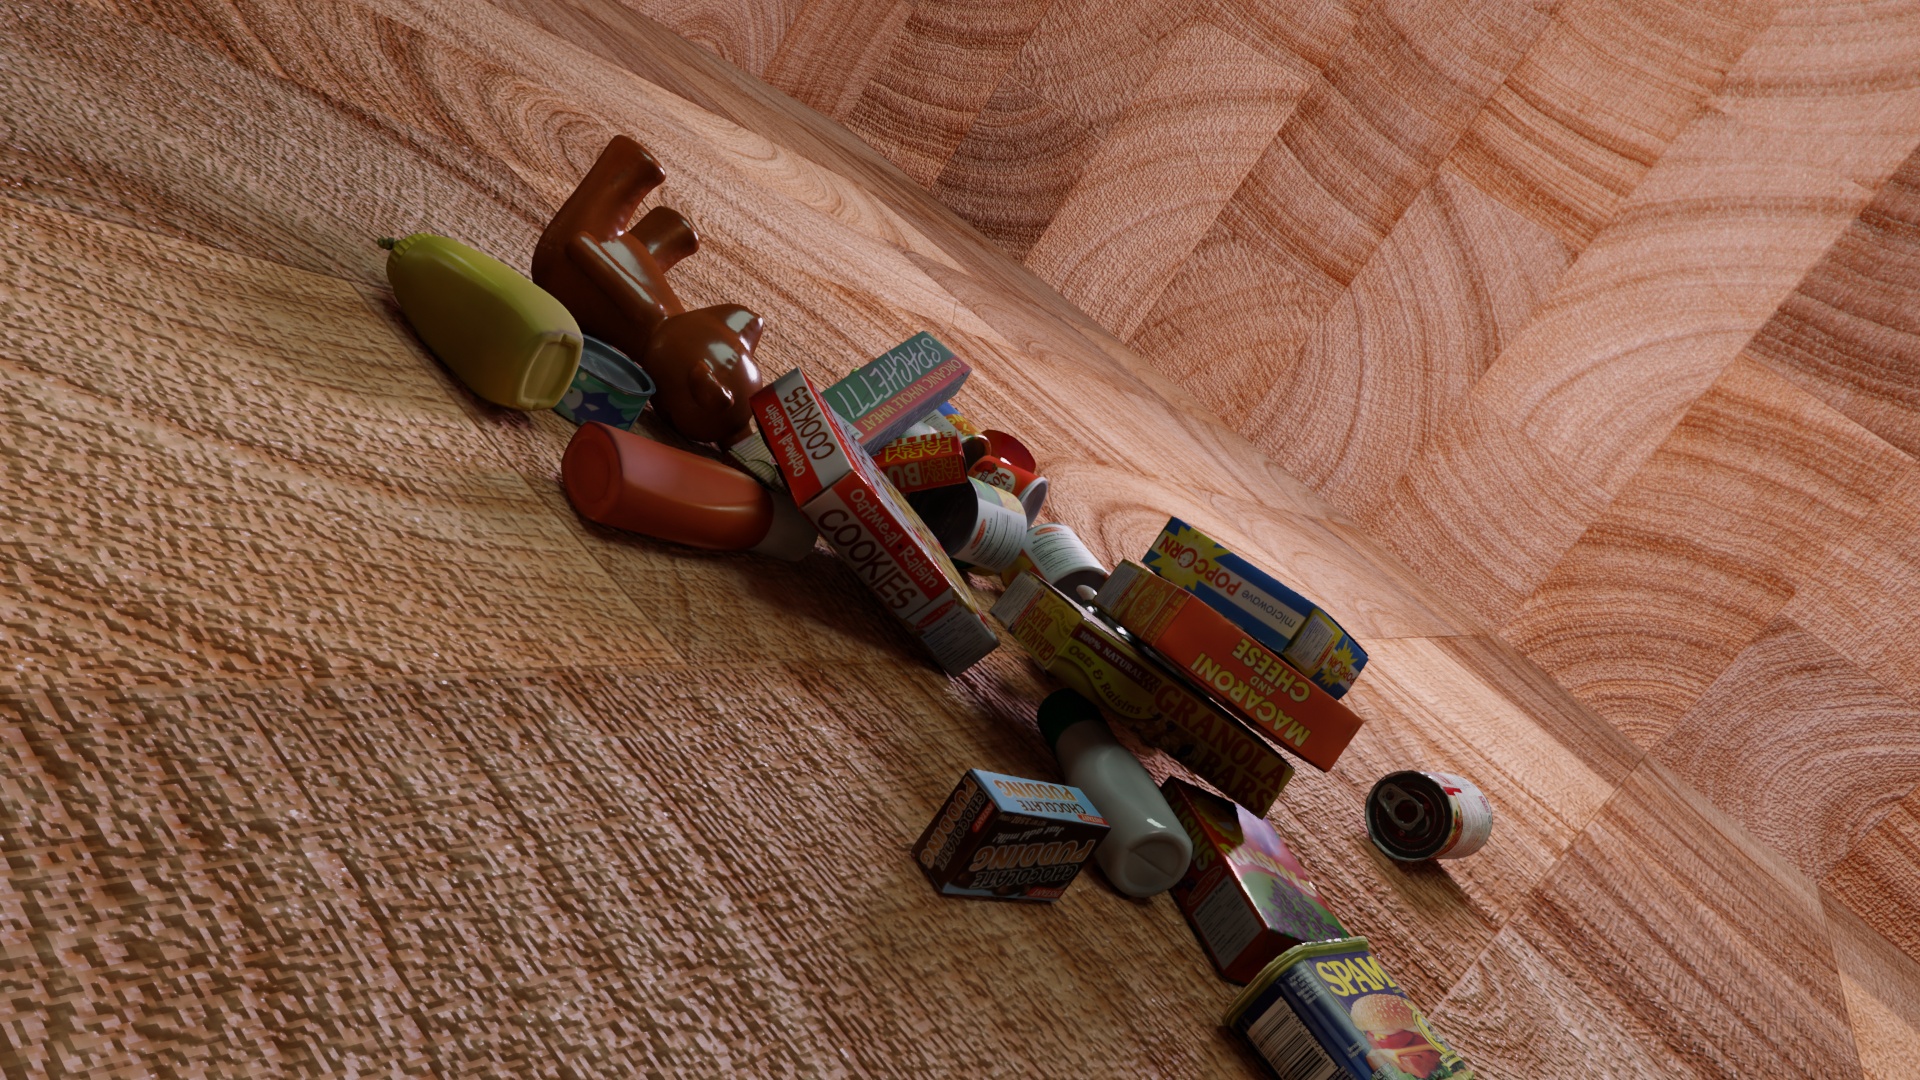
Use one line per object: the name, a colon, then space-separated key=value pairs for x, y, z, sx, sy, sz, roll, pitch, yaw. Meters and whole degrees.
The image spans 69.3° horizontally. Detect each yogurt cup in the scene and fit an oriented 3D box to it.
yogurt cup: x=0.031 y=-0.033 z=1.121 sx=0.054 sy=0.072 sz=0.072 roll=31 pitch=14 yaw=17

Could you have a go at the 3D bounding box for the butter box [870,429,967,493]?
butter box: x=-0.048 y=-0.051 z=0.965 sx=0.103 sy=0.024 sz=0.053 roll=-9 pitch=23 yaw=1

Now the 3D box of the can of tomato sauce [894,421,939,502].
can of tomato sauce: x=-0.050 y=-0.062 z=1.033 sx=0.083 sy=0.071 sz=0.071 roll=29 pitch=17 yaw=-25

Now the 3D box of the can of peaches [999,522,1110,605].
can of peaches: x=0.070 y=0.032 z=1.012 sx=0.071 sy=0.071 sz=0.058 roll=23 pitch=20 yaw=-38

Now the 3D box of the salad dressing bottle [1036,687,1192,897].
salad dressing bottle: x=0.080 y=0.134 z=0.772 sx=0.064 sy=0.044 sz=0.148 roll=36 pitch=12 yaw=-26

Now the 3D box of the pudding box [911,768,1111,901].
pudding box: x=0.024 y=0.137 z=0.637 sx=0.083 sy=0.049 sz=0.030 roll=20 pitch=20 yaw=-45

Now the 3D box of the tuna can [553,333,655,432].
tuna can: x=-0.222 y=-0.095 z=0.832 sx=0.071 sy=0.032 sz=0.071 roll=33 pitch=16 yaw=-10

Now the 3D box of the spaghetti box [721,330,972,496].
spaghetti box: x=-0.071 y=-0.084 z=0.949 sx=0.050 sy=0.028 sz=0.251 roll=40 pitch=38 yaw=7

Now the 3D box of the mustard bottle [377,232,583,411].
mustard bottle: x=-0.278 y=-0.134 z=0.780 sx=0.160 sy=0.065 sz=0.049 roll=39 pitch=19 yaw=25

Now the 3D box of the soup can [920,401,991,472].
soup can: x=-0.024 y=-0.083 z=1.146 sx=0.084 sy=0.071 sz=0.071 roll=45 pitch=18 yaw=30

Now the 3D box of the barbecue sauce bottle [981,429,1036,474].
barbecue sauce bottle: x=0.027 y=-0.063 z=1.235 sx=0.065 sy=0.043 sz=0.149 roll=36 pitch=16 yaw=2

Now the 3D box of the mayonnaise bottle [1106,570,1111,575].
mayonnaise bottle: x=0.088 y=0.033 z=1.088 sx=0.148 sy=0.041 sz=0.065 roll=28 pitch=14 yaw=-20

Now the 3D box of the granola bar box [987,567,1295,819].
granola bar box: x=0.105 y=0.087 z=0.823 sx=0.165 sy=0.039 sz=0.124 roll=36 pitch=2 yaw=-18

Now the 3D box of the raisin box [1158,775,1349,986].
raisin box: x=0.158 y=0.193 z=0.767 sx=0.086 sy=0.040 sz=0.124 roll=26 pitch=19 yaw=-30

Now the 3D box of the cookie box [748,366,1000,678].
cookie box: x=-0.052 y=-0.010 z=0.820 sx=0.167 sy=0.040 sz=0.123 roll=51 pitch=4 yaw=-39

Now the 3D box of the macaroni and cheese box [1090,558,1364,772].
macaroni and cheese box: x=0.151 y=0.070 z=0.823 sx=0.123 sy=0.040 sz=0.166 roll=36 pitch=1 yaw=-8

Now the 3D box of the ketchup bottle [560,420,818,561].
ketchup bottle: x=-0.142 y=-0.021 z=0.763 sx=0.149 sy=0.043 sz=0.065 roll=18 pitch=24 yaw=-47

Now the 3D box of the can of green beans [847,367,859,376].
can of green beans: x=-0.073 y=-0.094 z=1.092 sx=0.071 sy=0.057 sz=0.071 roll=33 pitch=16 yaw=-10

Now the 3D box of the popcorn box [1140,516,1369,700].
popcorn box: x=0.183 y=0.042 z=0.864 sx=0.085 sy=0.038 sz=0.127 roll=35 pitch=2 yaw=-45

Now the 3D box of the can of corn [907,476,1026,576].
can of corn: x=0.004 y=-0.013 z=0.998 sx=0.058 sy=0.071 sz=0.071 roll=19 pitch=22 yaw=-48
